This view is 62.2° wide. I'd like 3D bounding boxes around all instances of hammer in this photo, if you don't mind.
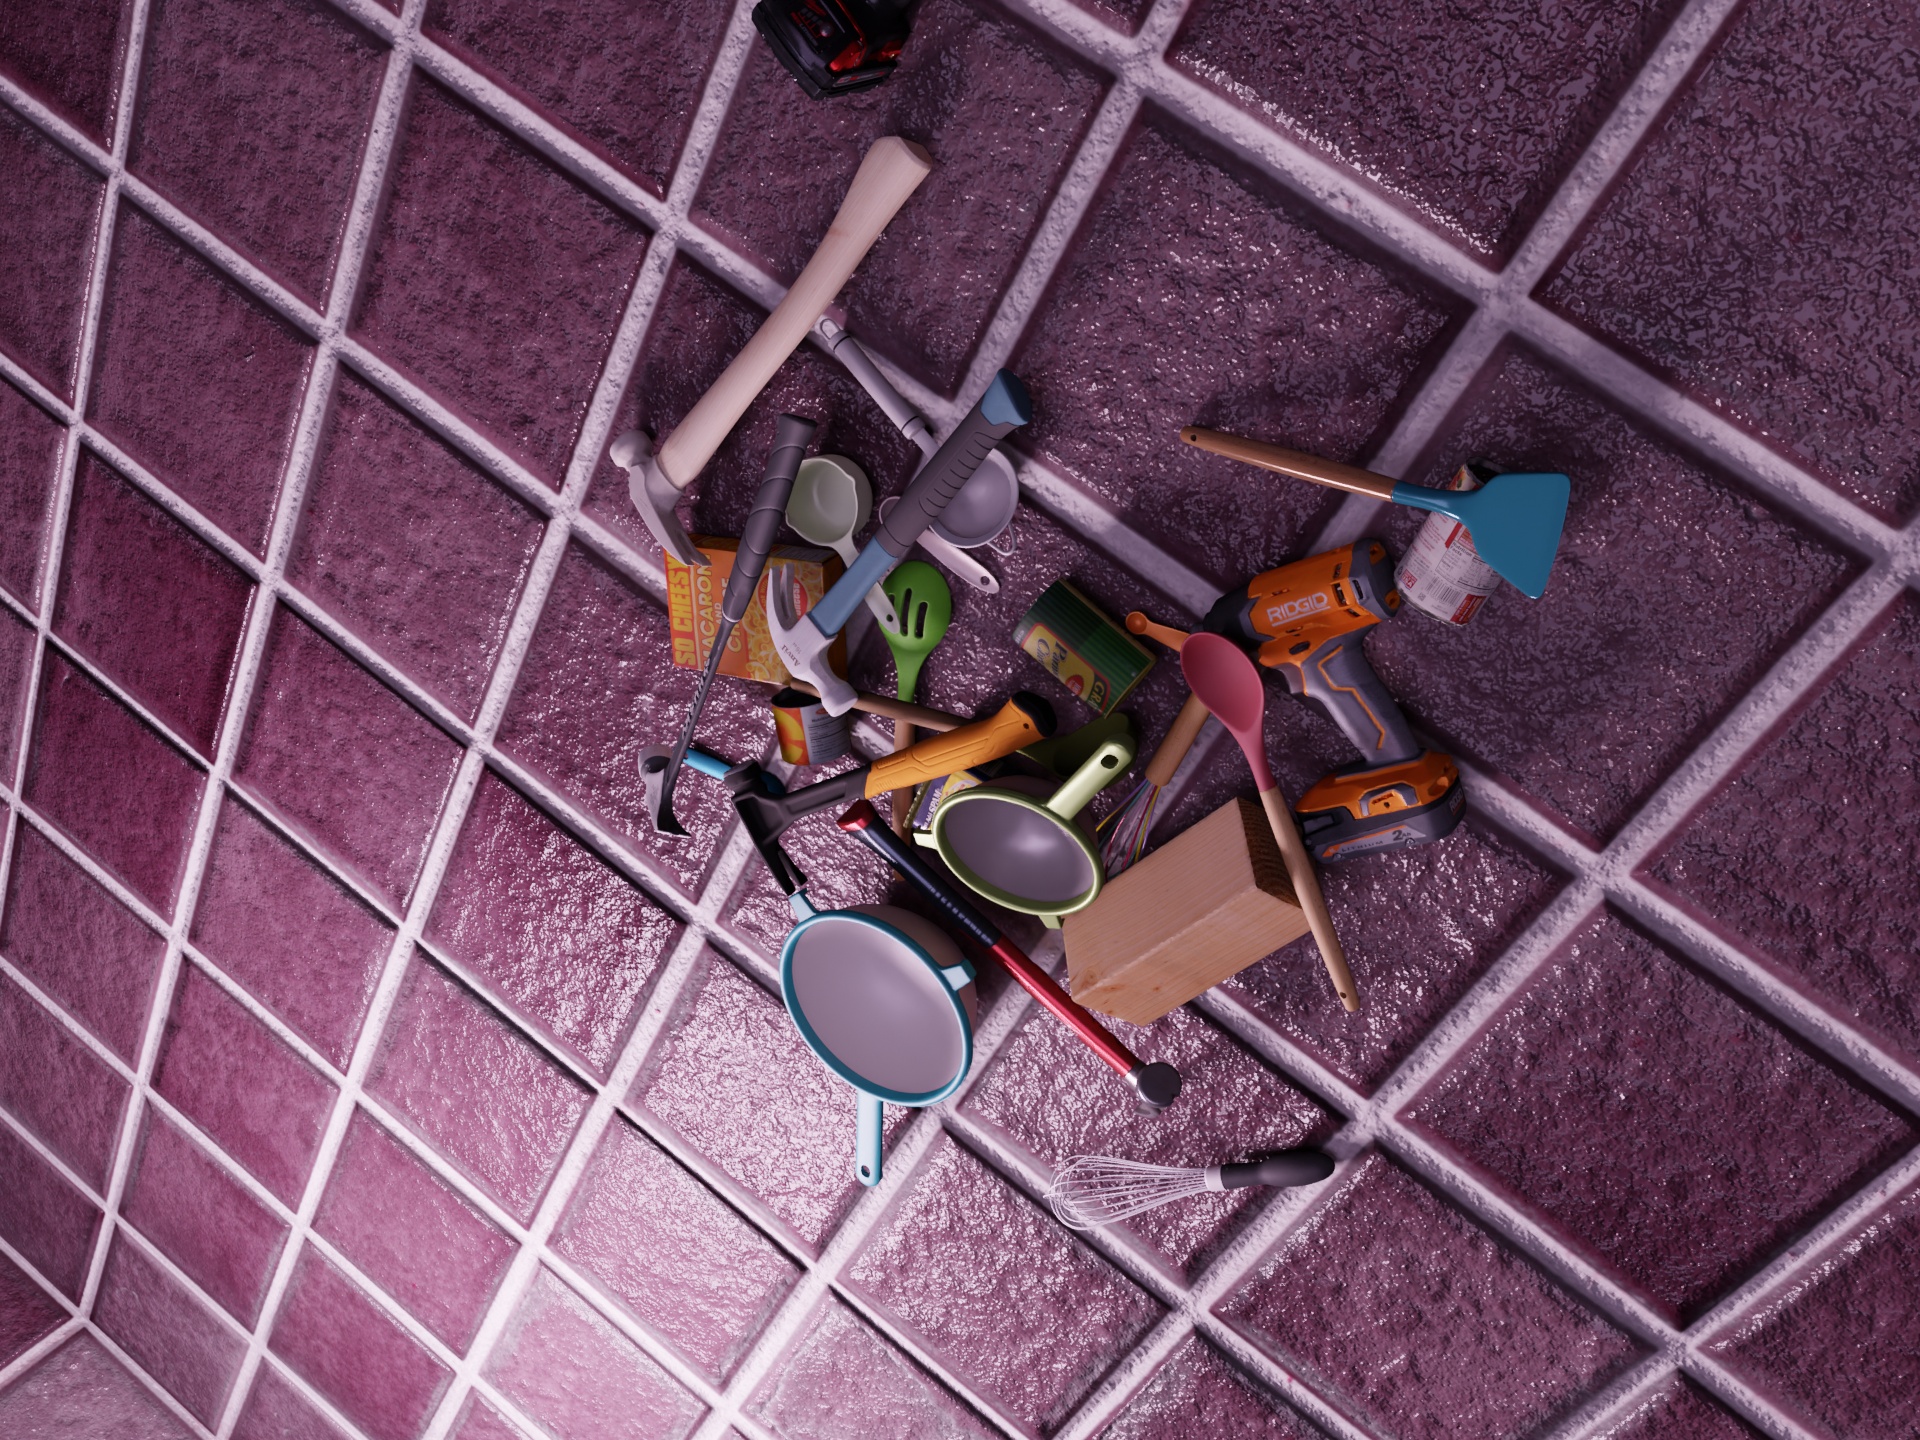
[{"bbox_3d":[-0.057,0.052,1.360,0.337,0.034,0.127,-21,99,34],"label":"hammer"},{"bbox_3d":[-0.051,-0.152,1.299,0.128,0.033,0.331,50,122,10],"label":"hammer"},{"bbox_3d":[0.039,0.211,1.430,0.386,0.038,0.143,42,167,12],"label":"hammer"},{"bbox_3d":[-0.204,-0.080,1.380,0.036,0.149,0.408,13,118,-23],"label":"hammer"},{"bbox_3d":[-0.152,-0.306,1.323,0.410,0.038,0.146,-45,68,31],"label":"hammer"}]

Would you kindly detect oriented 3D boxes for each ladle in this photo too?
[{"bbox_3d":[-0.002,-0.004,1.359,0.320,0.078,0.062,15,137,18],"label":"ladle"},{"bbox_3d":[0.244,0.075,1.208,0.069,0.031,0.315,-17,96,53],"label":"ladle"}]

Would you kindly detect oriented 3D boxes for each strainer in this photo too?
[{"bbox_3d":[-0.064,0.303,1.525,0.211,0.095,0.340,20,126,24],"label":"strainer"},{"bbox_3d":[0.078,0.063,1.280,0.151,0.069,0.256,33,140,-5],"label":"strainer"},{"bbox_3d":[-0.032,-0.235,1.307,0.087,0.050,0.258,-42,82,18],"label":"strainer"}]

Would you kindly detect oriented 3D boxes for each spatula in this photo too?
[{"bbox_3d":[0.279,-0.169,1.118,0.318,0.044,0.082,24,116,38],"label":"spatula"}]

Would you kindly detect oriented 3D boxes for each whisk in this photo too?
[{"bbox_3d":[0.157,0.064,1.312,0.051,0.047,0.244,4,134,-23],"label":"whisk"},{"bbox_3d":[0.204,0.422,1.455,0.284,0.070,0.070,-16,103,27],"label":"whisk"}]

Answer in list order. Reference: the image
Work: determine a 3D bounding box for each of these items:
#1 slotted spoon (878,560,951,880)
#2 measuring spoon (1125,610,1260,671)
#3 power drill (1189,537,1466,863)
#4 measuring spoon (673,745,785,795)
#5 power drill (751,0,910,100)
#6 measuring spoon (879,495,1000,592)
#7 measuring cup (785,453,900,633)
[{"bbox_3d":[-0.048,0.009,1.427,0.070,0.031,0.313,13,118,20],"label":"slotted spoon"},{"bbox_3d":[0.188,-0.062,1.285,0.117,0.011,0.021,24,120,13],"label":"measuring spoon"},{"bbox_3d":[0.278,-0.011,1.218,0.164,0.084,0.226,-17,99,34],"label":"power drill"},{"bbox_3d":[-0.229,0.055,1.543,0.129,0.021,0.042,23,119,16],"label":"measuring spoon"},{"bbox_3d":[-0.041,-0.544,1.119,0.219,0.143,0.078,-35,95,36],"label":"power drill"},{"bbox_3d":[-0.015,-0.149,1.353,0.124,0.018,0.034,37,121,1],"label":"measuring spoon"},{"bbox_3d":[-0.089,-0.152,1.368,0.083,0.038,0.167,-28,94,34],"label":"measuring cup"}]
